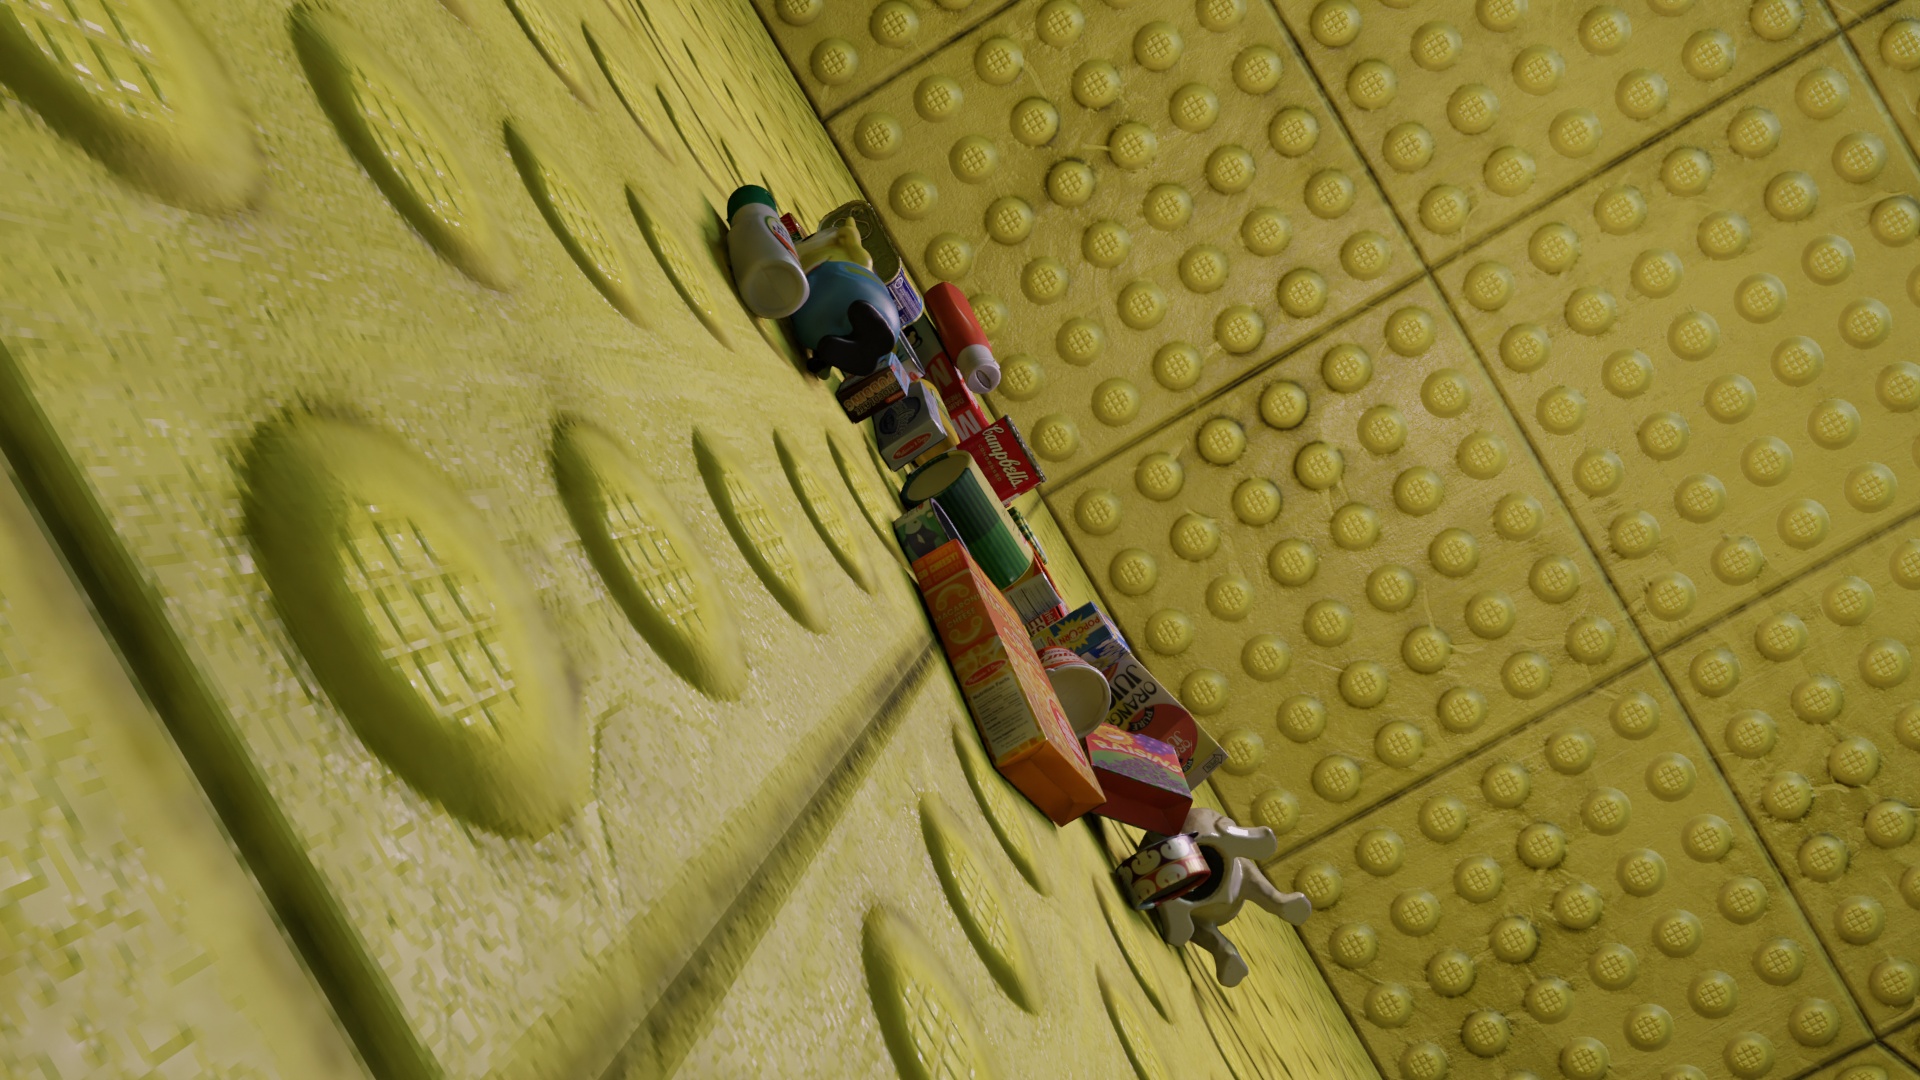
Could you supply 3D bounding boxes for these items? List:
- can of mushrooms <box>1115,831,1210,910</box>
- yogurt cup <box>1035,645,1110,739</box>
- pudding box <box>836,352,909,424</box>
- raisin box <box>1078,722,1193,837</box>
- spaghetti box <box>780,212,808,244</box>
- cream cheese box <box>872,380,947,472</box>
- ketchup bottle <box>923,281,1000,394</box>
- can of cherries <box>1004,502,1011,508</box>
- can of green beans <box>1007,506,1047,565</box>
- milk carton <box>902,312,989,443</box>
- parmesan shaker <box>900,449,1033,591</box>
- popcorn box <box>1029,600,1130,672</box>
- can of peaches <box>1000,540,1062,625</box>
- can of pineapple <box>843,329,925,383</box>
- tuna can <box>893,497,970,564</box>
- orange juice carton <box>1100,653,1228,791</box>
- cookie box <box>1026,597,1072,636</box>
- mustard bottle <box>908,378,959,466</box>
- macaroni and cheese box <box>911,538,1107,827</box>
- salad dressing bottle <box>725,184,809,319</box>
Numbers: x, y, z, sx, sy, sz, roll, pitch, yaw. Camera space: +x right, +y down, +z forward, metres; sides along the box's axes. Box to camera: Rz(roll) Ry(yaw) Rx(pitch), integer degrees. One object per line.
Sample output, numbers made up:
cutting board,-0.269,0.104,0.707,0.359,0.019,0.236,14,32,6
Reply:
can of mushrooms,0.156,0.251,1.056,0.033,0.071,0.071,64,8,27
yogurt cup,0.079,0.119,1.103,0.072,0.072,0.054,57,-1,-24
pudding box,-0.069,-0.123,1.108,0.030,0.049,0.084,60,6,-13
raisin box,0.134,0.189,1.121,0.086,0.040,0.123,18,10,-2
spaghetti box,-0.111,-0.219,1.313,0.050,0.028,0.249,63,7,28
cream cheese box,-0.044,-0.097,1.169,0.024,0.053,0.104,55,7,-24
ketchup bottle,0.004,-0.206,1.430,0.064,0.043,0.149,50,11,-41
can of cherries,0.008,-0.049,1.331,0.071,0.058,0.071,59,7,-11
can of green beans,0.045,0.008,1.355,0.071,0.058,0.071,58,6,-10
milk carton,-0.027,-0.149,1.452,0.191,0.072,0.073,62,7,29
parmesan shaker,0.004,-0.014,1.112,0.102,0.071,0.071,56,7,-27
popcorn box,0.101,0.100,1.250,0.038,0.085,0.126,60,7,18
can of peaches,0.052,0.040,1.264,0.071,0.058,0.071,59,7,-11
can of pineapple,-0.072,-0.159,1.206,0.071,0.058,0.071,59,6,-9
tuna can,-0.016,0.008,0.993,0.071,0.033,0.071,58,6,-10
orange juice carton,0.163,0.162,1.315,0.193,0.072,0.073,46,-2,33
cookie box,0.108,0.102,1.503,0.167,0.040,0.123,51,11,-53
mustard bottle,-0.038,-0.123,1.346,0.065,0.049,0.161,58,6,-31
macaroni and cheese box,0.031,0.096,0.931,0.123,0.040,0.167,51,11,-53
salad dressing bottle,-0.139,-0.205,0.967,0.064,0.044,0.148,57,7,-37
